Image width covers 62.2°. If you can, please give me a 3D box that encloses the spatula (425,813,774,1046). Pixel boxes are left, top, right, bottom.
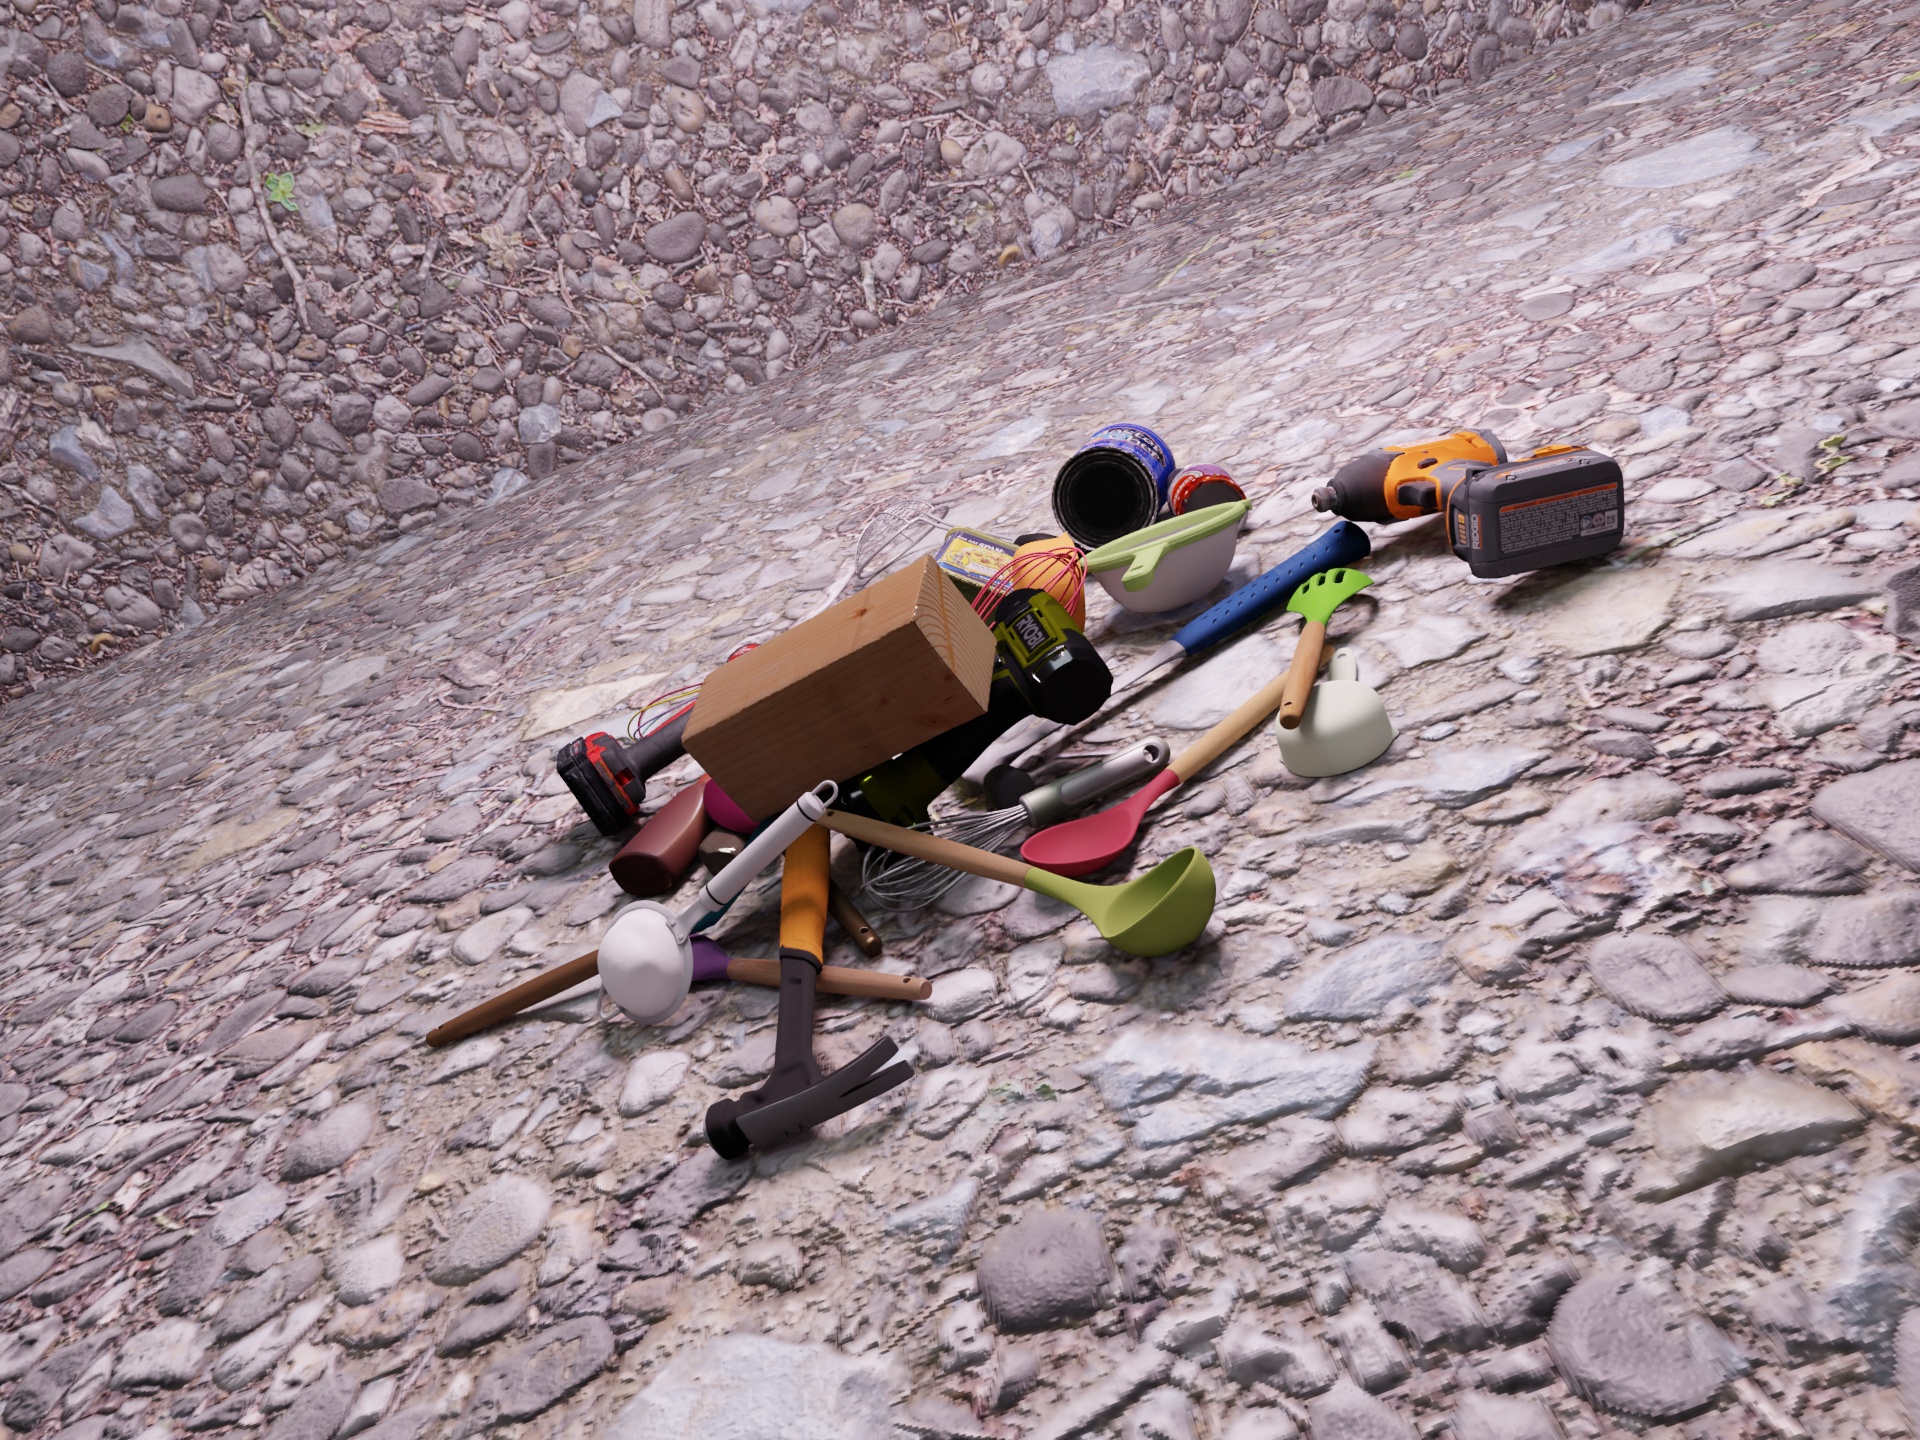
[{"bbox_3d":[-0.266,0.166,1.176,0.317,0.044,0.082,-26,23,9],"label":"spatula"}]

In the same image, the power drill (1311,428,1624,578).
[{"bbox_3d":[0.387,-0.174,1.242,0.164,0.084,0.227,-13,19,-10],"label":"power drill"}]

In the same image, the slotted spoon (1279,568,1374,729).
[{"bbox_3d":[0.255,-0.058,1.148,0.070,0.031,0.314,-18,15,24],"label":"slotted spoon"}]

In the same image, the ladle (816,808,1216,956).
[{"bbox_3d":[0.021,0.086,1.020,0.320,0.062,0.078,13,45,38],"label":"ladle"}]

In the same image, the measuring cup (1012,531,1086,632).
[{"bbox_3d":[0.070,-0.115,1.439,0.052,0.095,0.173,-9,1,-8],"label":"measuring cup"}]

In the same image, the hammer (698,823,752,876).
[{"bbox_3d":[-0.118,0.008,1.412,0.146,0.038,0.411,-11,27,24],"label":"hammer"}]

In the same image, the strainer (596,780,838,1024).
[{"bbox_3d":[-0.177,0.125,1.089,0.258,0.087,0.050,-42,-23,14],"label":"strainer"}]

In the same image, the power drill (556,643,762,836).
[{"bbox_3d":[-0.251,0.006,1.438,0.219,0.078,0.143,-34,14,-7],"label":"power drill"}]

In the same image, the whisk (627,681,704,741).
[{"bbox_3d":[-0.222,-0.038,1.547,0.245,0.047,0.051,-29,19,14],"label":"whisk"}]

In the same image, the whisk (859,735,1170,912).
[{"bbox_3d":[0.041,0.068,1.124,0.246,0.058,0.059,-24,-7,-12],"label":"whisk"}]

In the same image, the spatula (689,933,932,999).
[{"bbox_3d":[-0.138,0.172,1.100,0.316,0.018,0.060,-2,32,42],"label":"spatula"}]

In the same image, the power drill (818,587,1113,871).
[{"bbox_3d":[-0.002,-0.004,1.186,0.223,0.080,0.171,-39,28,7],"label":"power drill"}]

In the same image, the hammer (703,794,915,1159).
[{"bbox_3d":[-0.099,0.141,1.056,0.127,0.034,0.337,-26,29,10],"label":"hammer"}]

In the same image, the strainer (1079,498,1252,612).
[{"bbox_3d":[0.171,-0.119,1.330,0.151,0.069,0.256,-17,11,18],"label":"strainer"}]

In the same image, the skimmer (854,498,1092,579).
[{"bbox_3d":[0.025,-0.169,1.665,0.127,0.090,0.363,-36,36,-32],"label":"skimmer"}]

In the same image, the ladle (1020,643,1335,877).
[{"bbox_3d":[0.164,0.025,1.121,0.315,0.031,0.069,-35,30,-29],"label":"ladle"}]

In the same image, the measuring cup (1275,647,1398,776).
[{"bbox_3d":[0.261,-0.021,1.112,0.083,0.038,0.168,-13,27,23],"label":"measuring cup"}]

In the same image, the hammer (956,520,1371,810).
[{"bbox_3d":[0.162,-0.054,1.281,0.405,0.035,0.144,-31,25,-17],"label":"hammer"}]

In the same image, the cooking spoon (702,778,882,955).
[{"bbox_3d":[-0.127,0.097,1.202,0.069,0.017,0.319,-23,30,-18],"label":"cooking spoon"}]

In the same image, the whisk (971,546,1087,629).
[{"bbox_3d":[-0.008,-0.035,1.299,0.296,0.073,0.073,-43,23,5],"label":"whisk"}]
